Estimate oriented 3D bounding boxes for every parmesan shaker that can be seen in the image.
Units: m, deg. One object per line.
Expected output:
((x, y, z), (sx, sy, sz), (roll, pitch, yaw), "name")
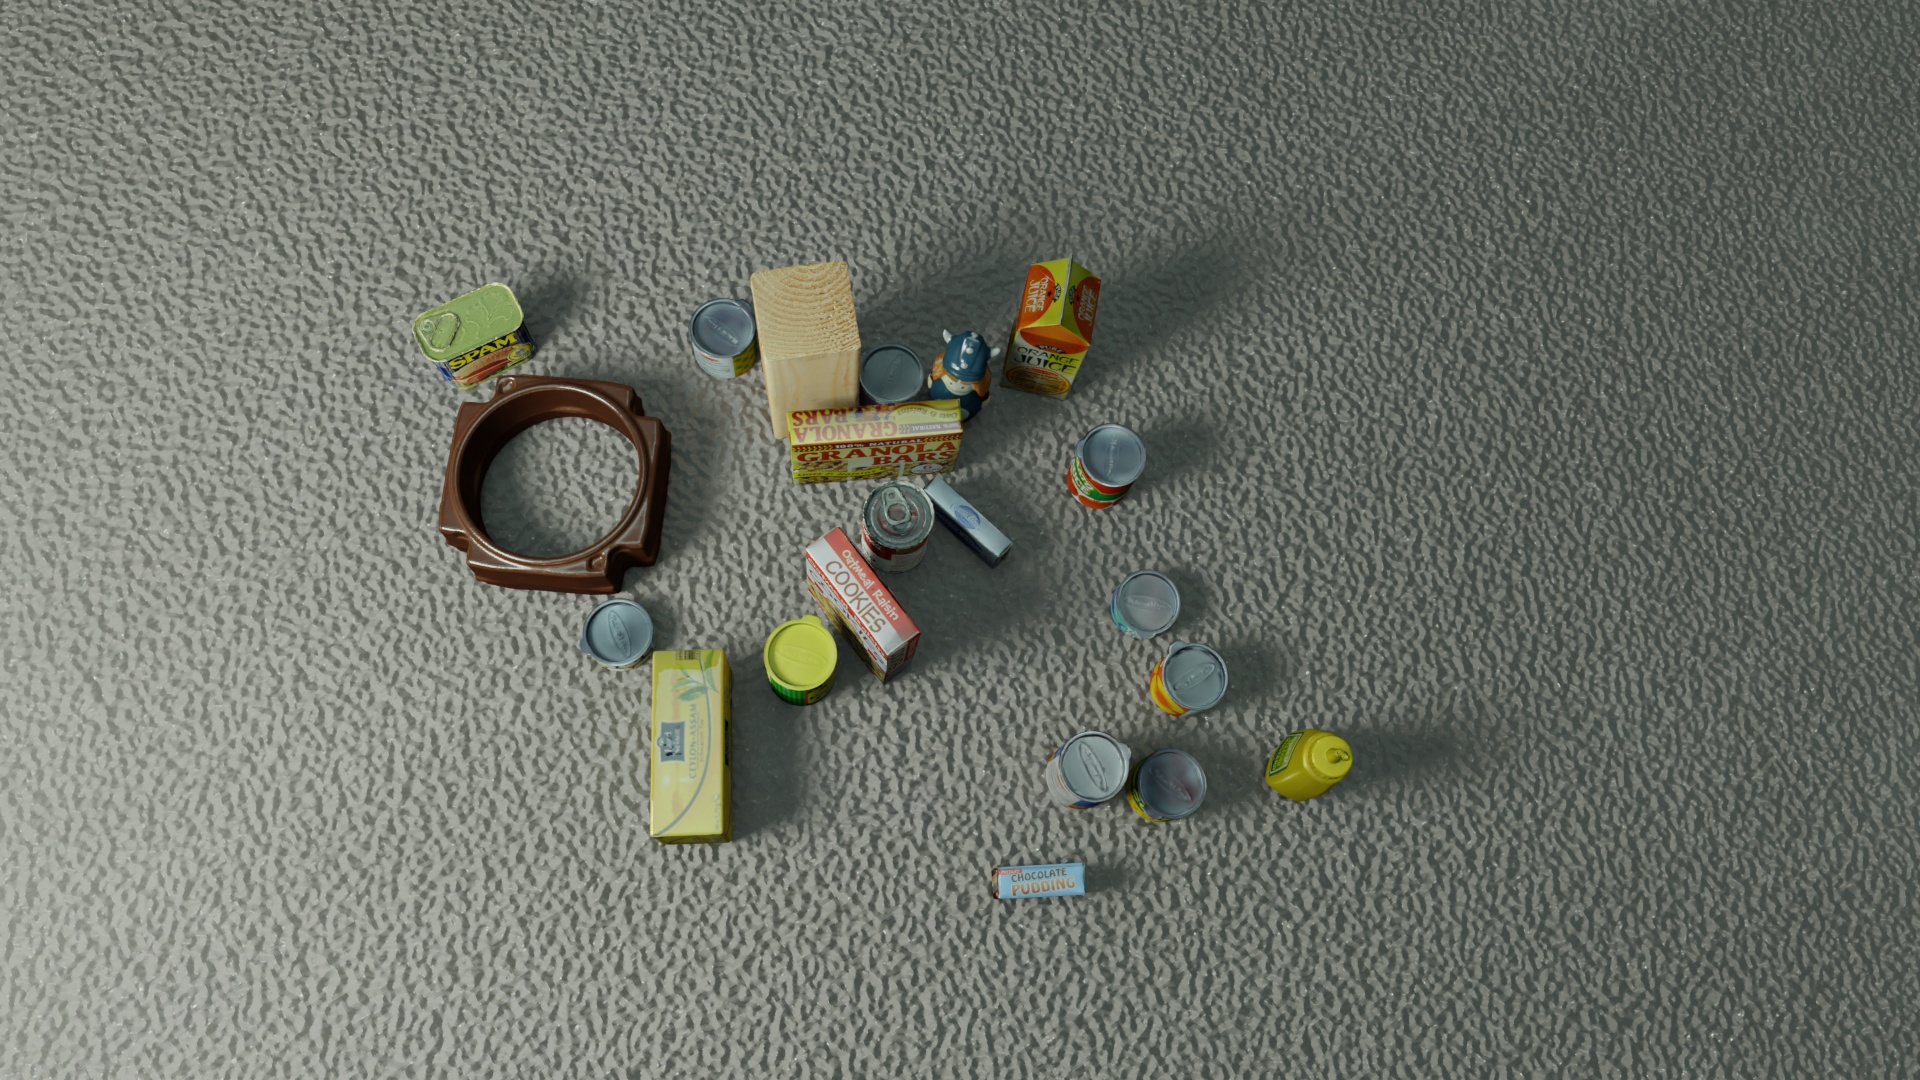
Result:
((-0.149, 0.115, 1.312), (0.071, 0.102, 0.071), (1, 74, -5), "parmesan shaker")

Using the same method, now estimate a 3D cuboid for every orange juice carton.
((0.091, -0.212, 1.382), (0.073, 0.192, 0.072), (12, 74, -2), "orange juice carton")

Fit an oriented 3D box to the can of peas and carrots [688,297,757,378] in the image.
((-0.240, -0.208, 1.419), (0.071, 0.058, 0.071), (1, 74, -5), "can of peas and carrots")

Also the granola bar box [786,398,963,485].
((-0.085, -0.095, 1.367), (0.166, 0.124, 0.039), (-5, 75, -7), "granola bar box")

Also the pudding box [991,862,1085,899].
((0.073, 0.319, 1.302), (0.084, 0.049, 0.030), (-1, 75, -6), "pudding box")

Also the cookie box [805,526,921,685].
((-0.092, 0.064, 1.299), (0.040, 0.167, 0.123), (-37, 81, -13), "cookie box")

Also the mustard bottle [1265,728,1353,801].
((0.332, 0.206, 1.302), (0.049, 0.159, 0.065), (29, 74, 3), "mustard bottle")

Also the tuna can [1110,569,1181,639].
((0.185, 0.067, 1.394), (0.071, 0.032, 0.071), (1, 74, -5), "tuna can")

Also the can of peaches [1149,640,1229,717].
((0.223, 0.136, 1.365), (0.071, 0.058, 0.071), (1, 74, -5), "can of peaches")

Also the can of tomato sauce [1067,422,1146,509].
((0.144, -0.074, 1.405), (0.071, 0.083, 0.071), (1, 74, -5), "can of tomato sauce")

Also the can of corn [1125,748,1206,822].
((0.195, 0.238, 1.333), (0.071, 0.058, 0.071), (1, 74, -5), "can of corn")

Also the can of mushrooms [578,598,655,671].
((-0.330, 0.092, 1.338), (0.071, 0.033, 0.071), (1, 74, -5), "can of mushrooms")

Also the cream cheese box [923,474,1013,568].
((0.005, -0.017, 1.391), (0.104, 0.053, 0.024), (42, 75, 7), "cream cheese box")

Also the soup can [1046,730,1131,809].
((0.122, 0.218, 1.318), (0.071, 0.083, 0.071), (1, 74, -5), "soup can")

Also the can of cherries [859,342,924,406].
((-0.074, -0.162, 1.422), (0.071, 0.058, 0.071), (1, 74, -5), "can of cherries")
